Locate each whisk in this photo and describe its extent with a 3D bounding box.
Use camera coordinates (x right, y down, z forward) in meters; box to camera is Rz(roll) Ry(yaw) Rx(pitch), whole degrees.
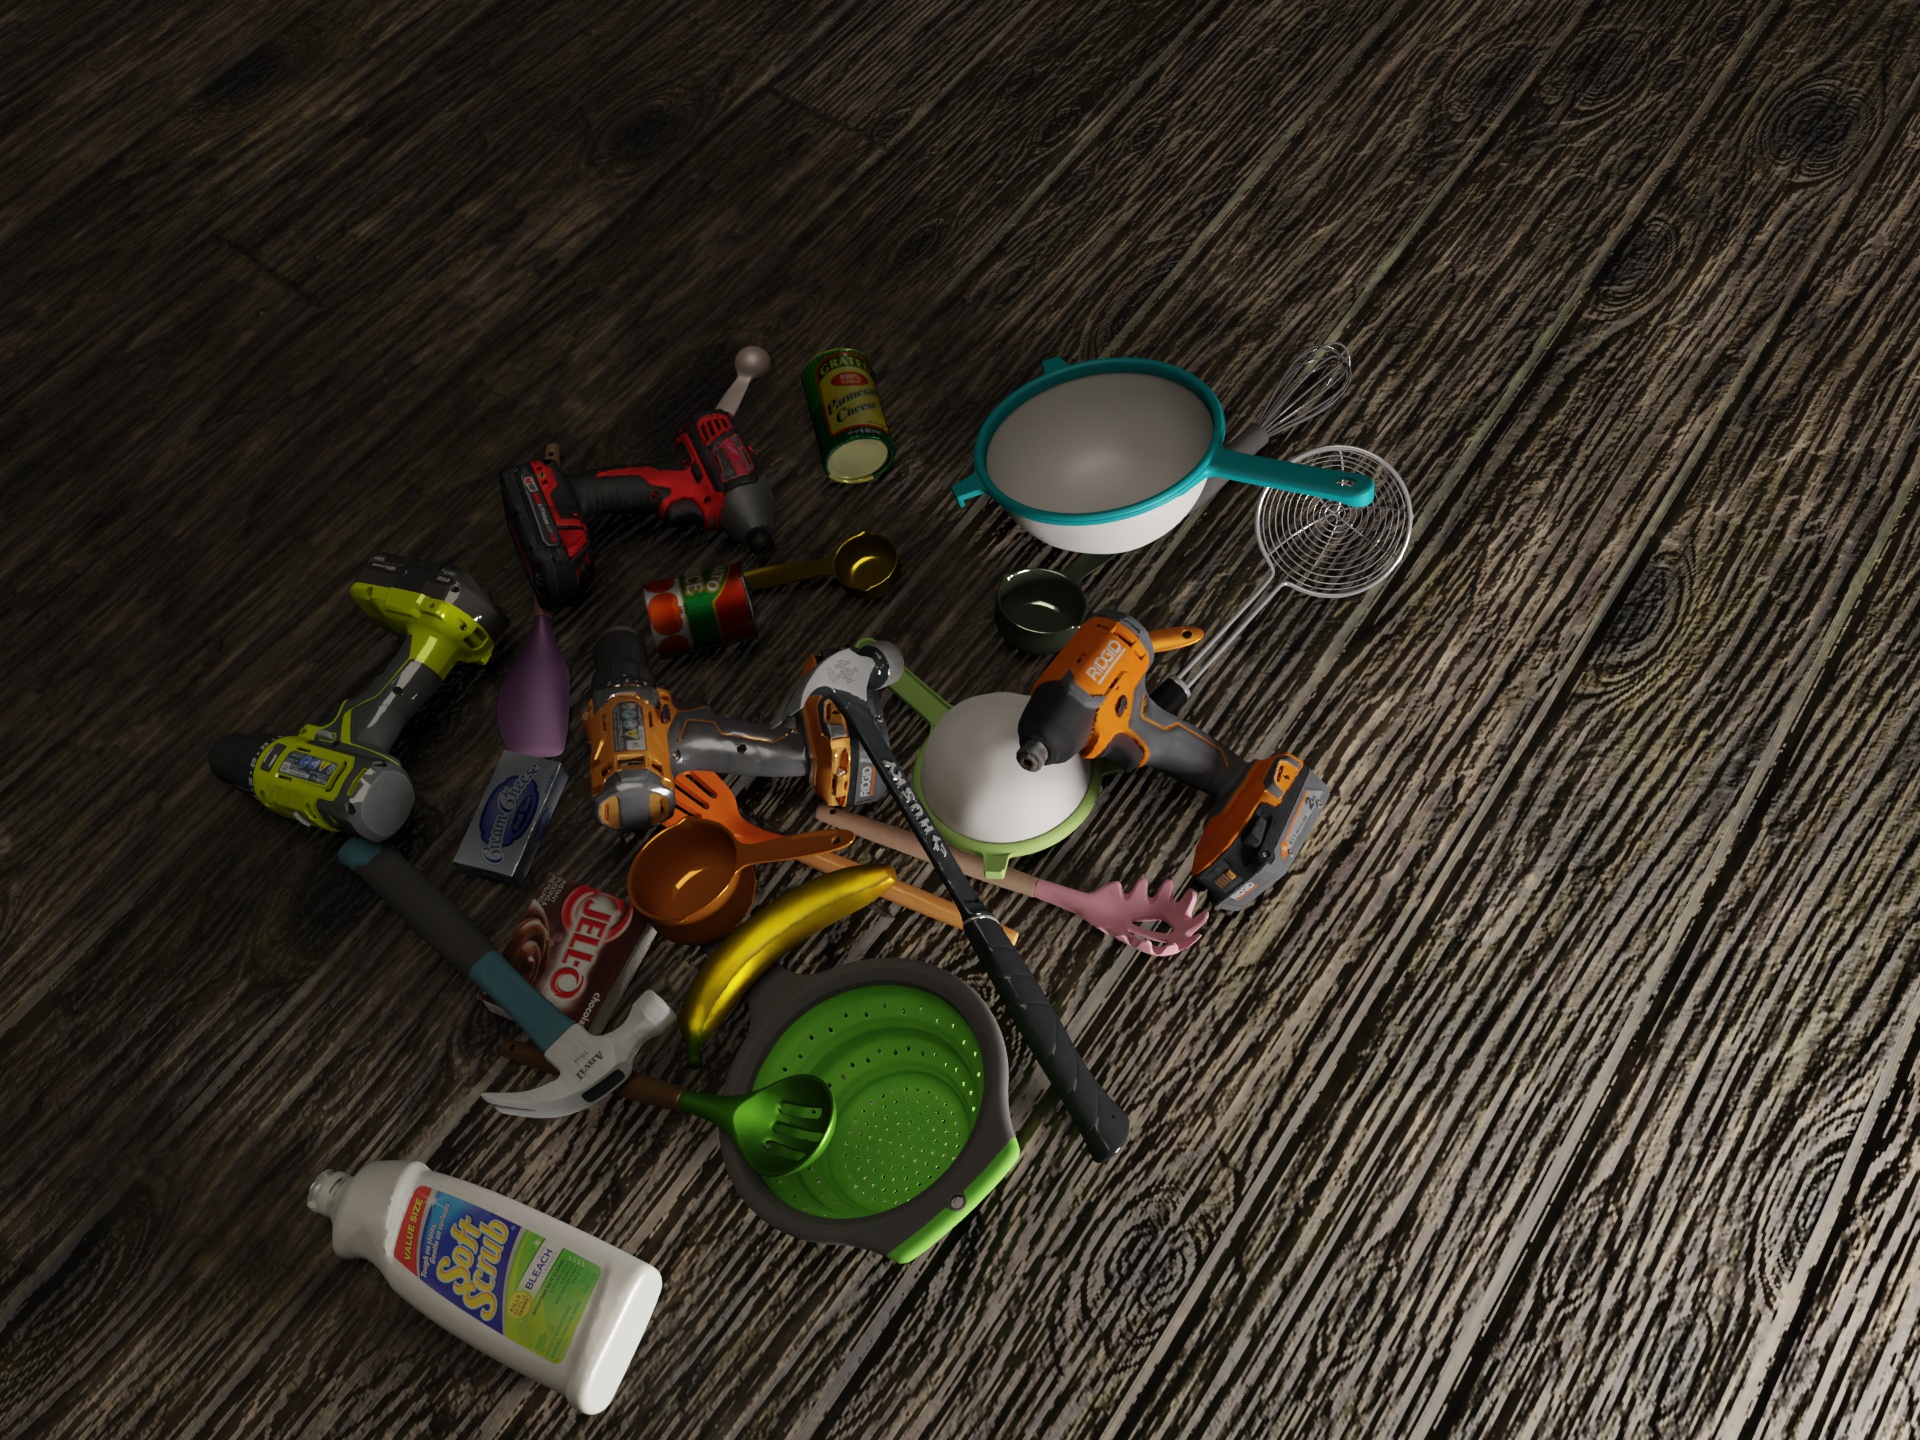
[{"bbox_3d":[0.264,-0.256,1.413,0.239,0.055,0.055,-42,68,-15],"label":"whisk"}]

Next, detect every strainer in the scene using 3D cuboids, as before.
[{"bbox_3d":[-0.002,-0.004,1.254,0.151,0.069,0.257,-39,59,-18],"label":"strainer"},{"bbox_3d":[0.178,-0.194,1.327,0.340,0.095,0.211,16,55,26],"label":"strainer"}]

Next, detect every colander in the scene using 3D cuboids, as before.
[{"bbox_3d":[-0.104,0.233,1.144,0.204,0.094,0.397,-40,49,-13],"label":"colander"}]

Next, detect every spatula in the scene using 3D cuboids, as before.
[{"bbox_3d":[-0.360,-0.109,1.368,0.060,0.018,0.316,-3,62,-1],"label":"spatula"},{"bbox_3d":[-0.105,0.104,1.230,0.322,0.041,0.081,21,47,11],"label":"spatula"}]

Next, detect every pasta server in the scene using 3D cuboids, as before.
[{"bbox_3d":[0.033,0.115,1.222,0.316,0.040,0.060,18,51,13],"label":"pasta server"}]

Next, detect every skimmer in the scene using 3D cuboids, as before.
[{"bbox_3d":[0.223,-0.076,1.287,0.127,0.090,0.363,44,72,0],"label":"skimmer"}]

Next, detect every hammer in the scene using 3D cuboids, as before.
[{"bbox_3d":[-0.355,0.171,1.165,0.331,0.033,0.128,32,69,32],"label":"hammer"},{"bbox_3d":[0.003,0.129,1.136,0.409,0.036,0.149,59,31,6],"label":"hammer"}]

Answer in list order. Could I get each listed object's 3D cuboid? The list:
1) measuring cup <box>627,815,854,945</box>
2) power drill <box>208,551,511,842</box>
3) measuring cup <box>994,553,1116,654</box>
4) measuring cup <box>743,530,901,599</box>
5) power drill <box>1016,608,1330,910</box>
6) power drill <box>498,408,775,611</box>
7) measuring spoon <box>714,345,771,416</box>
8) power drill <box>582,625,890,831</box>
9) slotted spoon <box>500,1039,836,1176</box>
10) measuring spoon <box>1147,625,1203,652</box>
[{"bbox_3d":[-0.154,0.114,1.164,0.173,0.052,0.095,-12,49,9],"label":"measuring cup"},{"bbox_3d":[-0.487,-0.021,1.284,0.191,0.080,0.229,12,62,27],"label":"power drill"},{"bbox_3d":[0.093,-0.112,1.351,0.083,0.038,0.167,34,51,20],"label":"measuring cup"},{"bbox_3d":[-0.126,-0.123,1.370,0.156,0.029,0.062,-8,61,11],"label":"measuring cup"},{"bbox_3d":[0.149,0.036,1.187,0.226,0.084,0.164,40,49,1],"label":"power drill"},{"bbox_3d":[-0.269,-0.179,1.362,0.219,0.078,0.143,-20,66,-19],"label":"power drill"},{"bbox_3d":[-0.211,-0.300,1.467,0.034,0.018,0.124,18,64,11],"label":"measuring spoon"},{"bbox_3d":[-0.181,-0.006,1.247,0.226,0.084,0.186,-5,49,-13],"label":"power drill"},{"bbox_3d":[-0.207,0.254,1.093,0.314,0.031,0.070,5,59,34],"label":"slotted spoon"},{"bbox_3d":[0.147,-0.066,1.331,0.117,0.011,0.021,-9,62,-3],"label":"measuring spoon"}]
